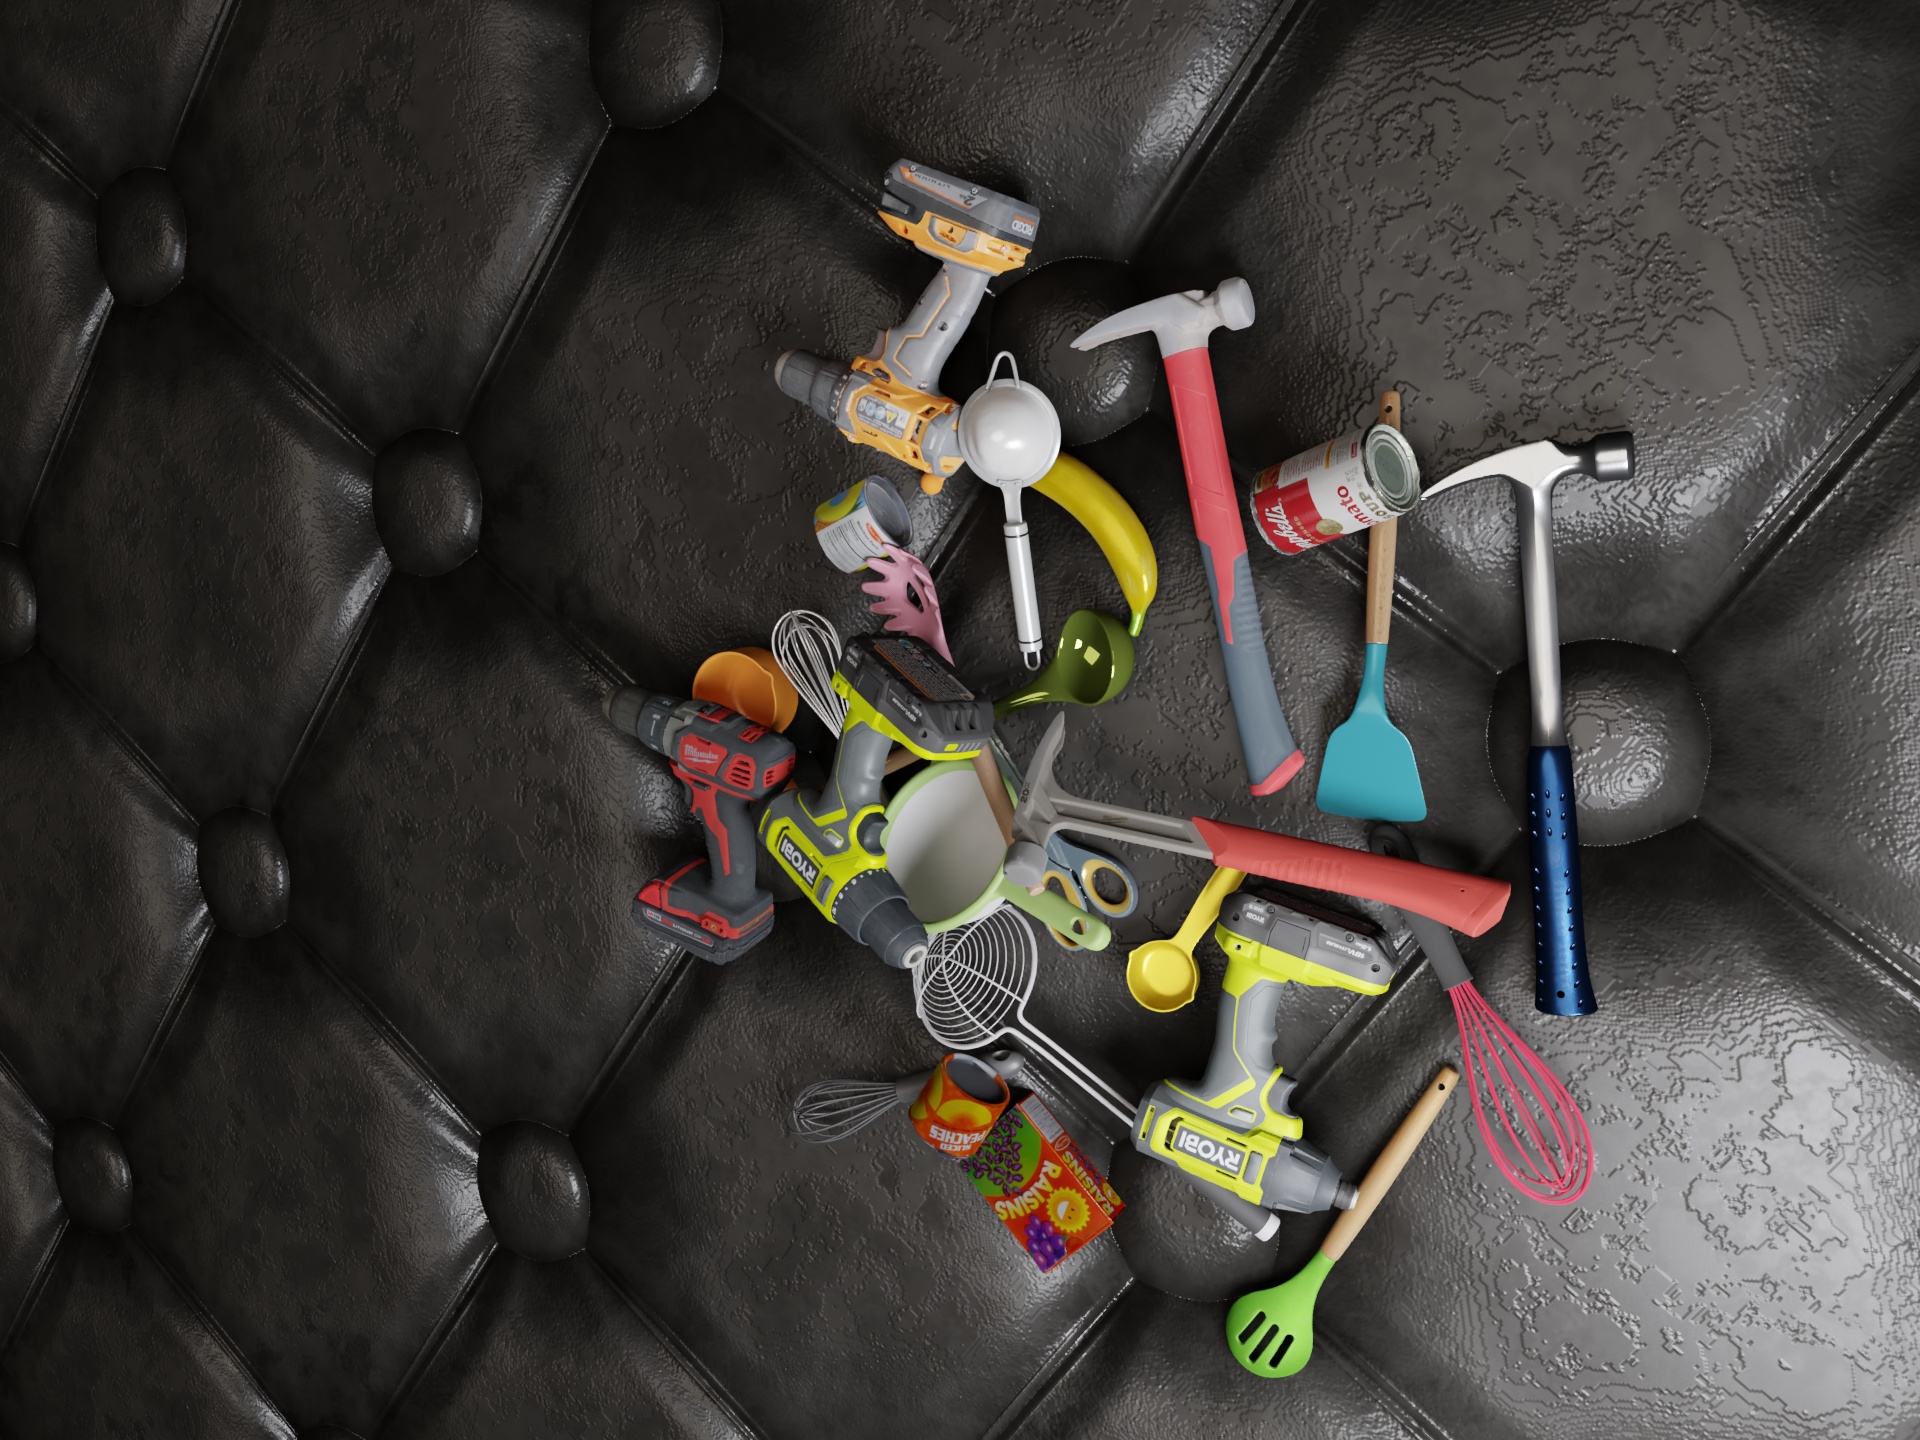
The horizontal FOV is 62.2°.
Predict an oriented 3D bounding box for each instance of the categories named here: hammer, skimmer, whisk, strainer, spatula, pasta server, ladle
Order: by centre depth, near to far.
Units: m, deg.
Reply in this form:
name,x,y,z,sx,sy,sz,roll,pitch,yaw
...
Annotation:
name,x,y,z,sx,sy,sz,roll,pitch,yaw
hammer,0.411,0.007,1.129,0.144,0.035,0.405,-3,94,26
whisk,0.373,0.210,1.161,0.073,0.073,0.296,-31,75,26
spatula,0.310,-0.083,1.178,0.082,0.044,0.317,4,93,26
hammer,0.219,0.089,1.178,0.359,0.149,0.036,11,143,14
hammer,0.187,-0.132,1.225,0.143,0.038,0.386,-11,91,28
pasta server,-0.002,-0.004,1.265,0.060,0.040,0.316,-40,61,36
strainer,0.044,-0.160,1.266,0.087,0.050,0.258,1,113,24
strainer,0.037,0.128,1.283,0.257,0.069,0.151,27,86,43
ladle,0.000,0.001,1.303,0.320,0.062,0.078,-26,68,20
skimmer,0.112,0.291,1.313,0.363,0.090,0.127,38,97,7
whisk,-0.098,0.015,1.380,0.058,0.059,0.246,-24,88,-1
whisk,-0.051,0.324,1.390,0.239,0.055,0.055,-20,87,23

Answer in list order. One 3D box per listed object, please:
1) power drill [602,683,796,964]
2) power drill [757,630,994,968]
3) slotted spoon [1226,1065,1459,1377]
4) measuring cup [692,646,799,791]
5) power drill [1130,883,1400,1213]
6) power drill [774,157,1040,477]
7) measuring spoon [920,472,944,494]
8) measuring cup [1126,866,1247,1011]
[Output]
name,x,y,z,sx,sy,sz,roll,pitch,yaw
power drill,-0.239,0.082,1.407,0.188,0.080,0.226,21,120,23
power drill,-0.062,0.064,1.256,0.191,0.080,0.228,43,121,35
slotted spoon,0.297,0.393,1.234,0.070,0.031,0.313,34,108,20
measuring cup,-0.166,0.014,1.412,0.095,0.052,0.173,-32,89,28
power drill,0.242,0.251,1.200,0.171,0.080,0.223,19,97,20
power drill,-0.049,-0.333,1.296,0.185,0.084,0.226,27,108,23
measuring spoon,0.006,-0.232,1.318,0.117,0.011,0.021,-45,76,23
measuring cup,0.190,0.162,1.268,0.062,0.029,0.156,35,98,19
